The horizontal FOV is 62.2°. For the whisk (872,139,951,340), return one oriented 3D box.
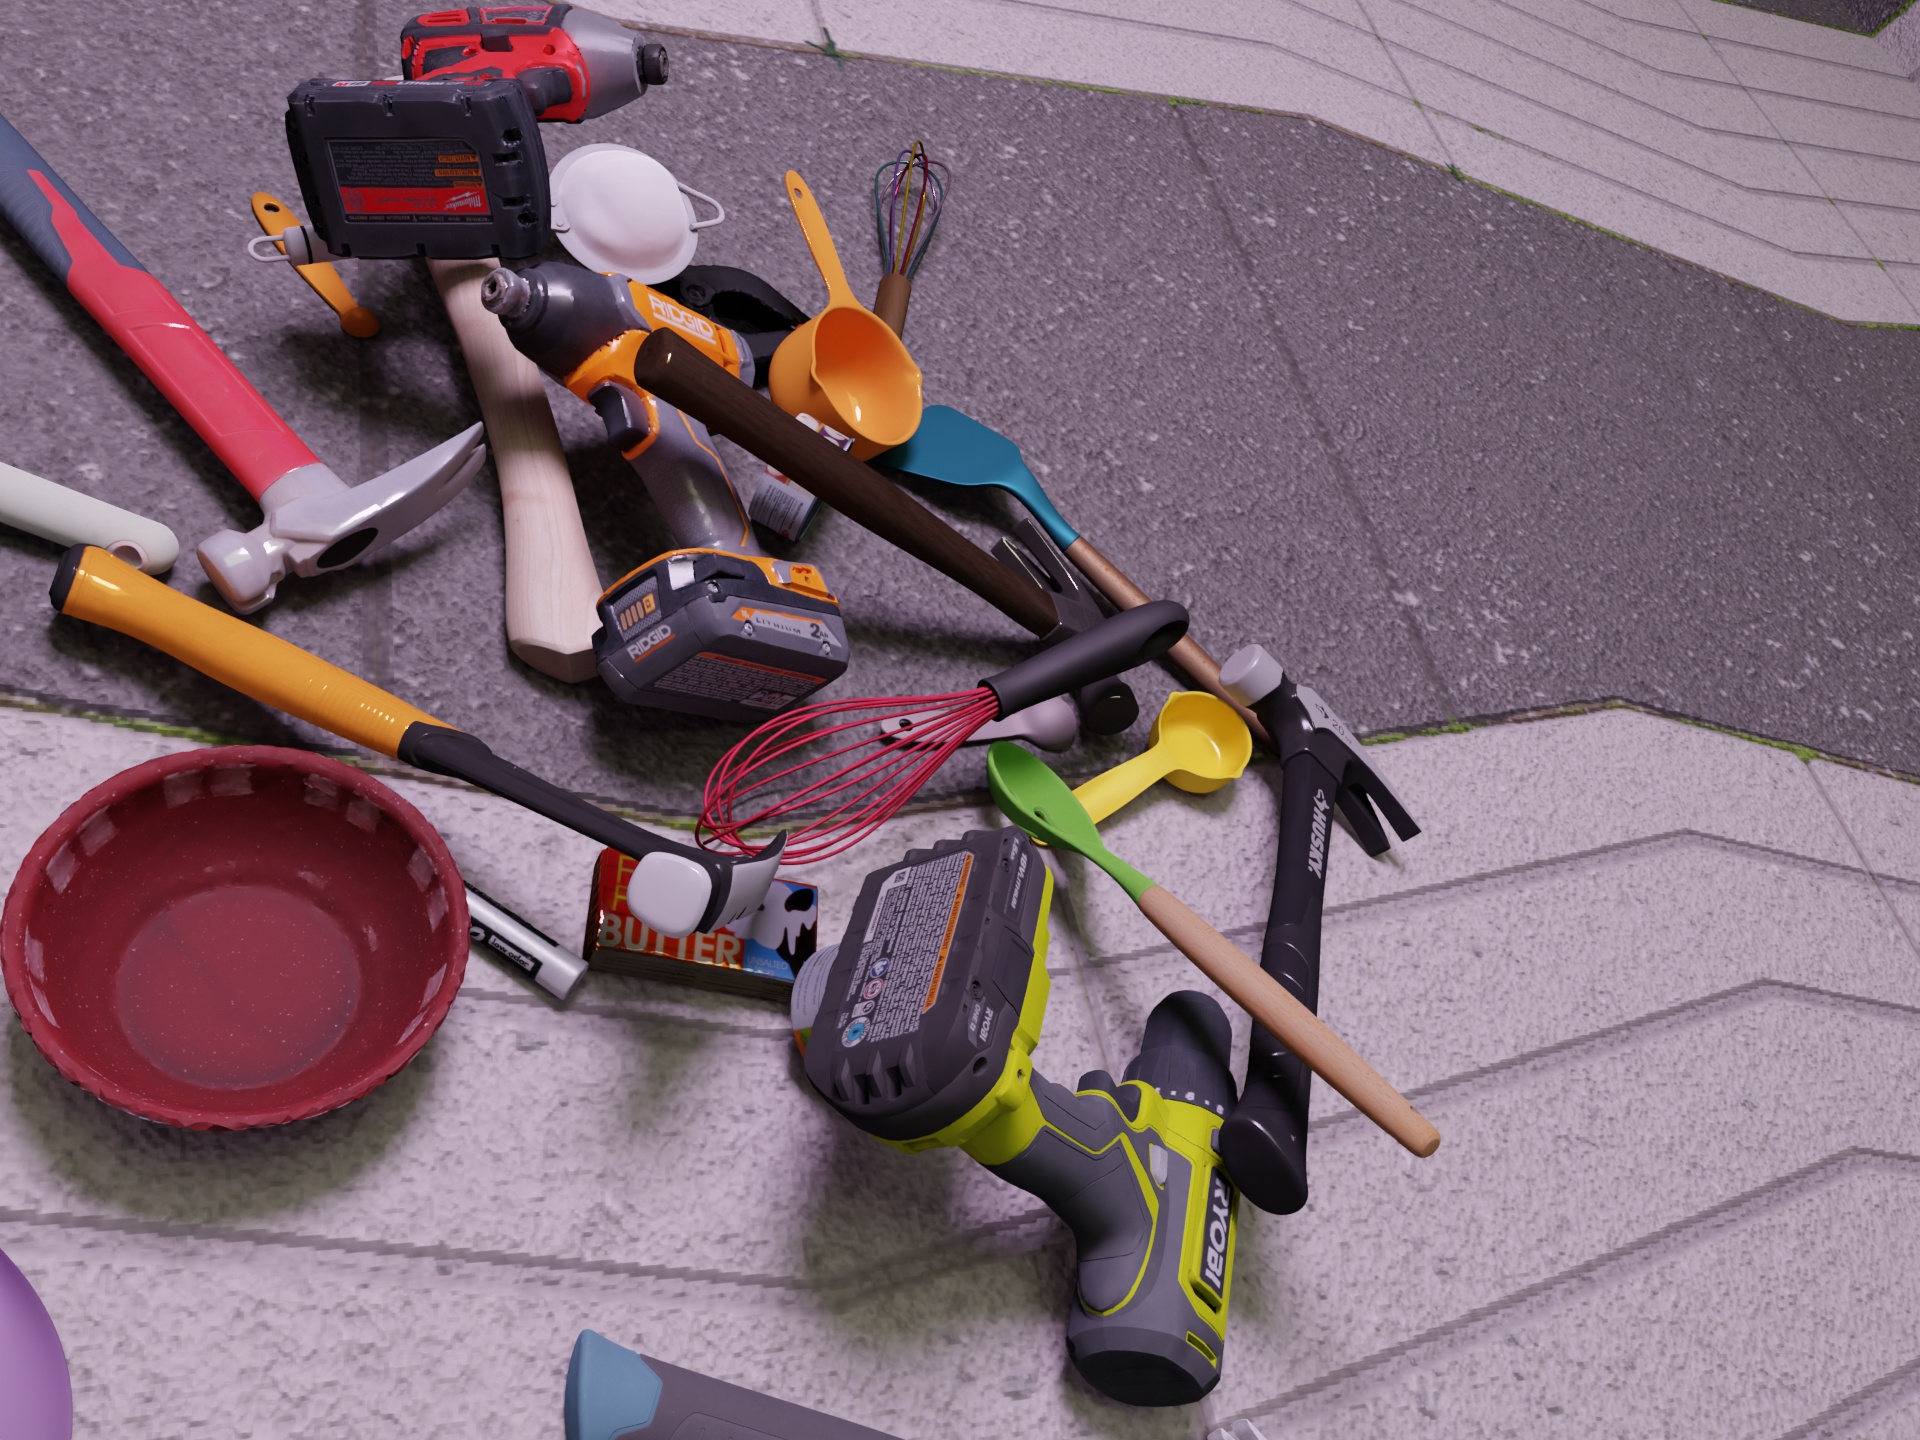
[{"bbox_3d":[-0.042,-0.306,1.059,0.051,0.047,0.245,19,52,-15],"label":"whisk"}]

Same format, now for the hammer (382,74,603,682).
[{"bbox_3d":[-0.242,-0.202,0.856,0.146,0.038,0.411,-16,65,-15],"label":"hammer"}]

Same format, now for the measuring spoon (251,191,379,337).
[{"bbox_3d":[-0.355,-0.253,0.872,0.021,0.011,0.117,-28,71,-40],"label":"measuring spoon"}]

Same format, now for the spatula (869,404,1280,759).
[{"bbox_3d":[0.082,-0.083,0.965,0.317,0.044,0.082,44,49,3],"label":"spatula"}]

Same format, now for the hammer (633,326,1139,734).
[{"bbox_3d":[-0.030,-0.106,0.830,0.331,0.031,0.130,30,31,-38],"label":"hammer"}]

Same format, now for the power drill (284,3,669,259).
[{"bbox_3d":[-0.238,-0.313,0.814,0.143,0.078,0.220,2,37,4],"label":"power drill"}]

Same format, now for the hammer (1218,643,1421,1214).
[{"bbox_3d":[0.172,0.103,0.801,0.146,0.035,0.335,43,36,-17],"label":"hammer"}]

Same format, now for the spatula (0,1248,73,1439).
[{"bbox_3d":[-0.360,0.136,0.561,0.059,0.018,0.316,-6,60,-32],"label":"spatula"}]

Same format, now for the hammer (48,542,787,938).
[{"bbox_3d":[-0.235,0.003,0.674,0.337,0.034,0.127,24,4,9],"label":"hammer"}]

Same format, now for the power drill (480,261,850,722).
[{"bbox_3d":[-0.150,-0.120,0.780,0.164,0.084,0.227,12,53,-57],"label":"power drill"}]

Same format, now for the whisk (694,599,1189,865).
[{"bbox_3d":[-0.001,-0.003,0.794,0.296,0.073,0.073,-24,68,-25],"label":"whisk"}]

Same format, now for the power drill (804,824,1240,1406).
[{"bbox_3d":[0.048,0.151,0.676,0.228,0.080,0.191,49,38,-29],"label":"power drill"}]

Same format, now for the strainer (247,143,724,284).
[{"bbox_3d":[-0.241,-0.265,0.843,0.258,0.050,0.087,-16,82,-25],"label":"strainer"}]

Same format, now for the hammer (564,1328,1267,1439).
[{"bbox_3d":[0.005,0.305,0.611,0.331,0.033,0.128,23,49,-11],"label":"hammer"}]

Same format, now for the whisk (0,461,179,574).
[{"bbox_3d":[-0.465,-0.118,0.687,0.246,0.057,0.059,22,39,-17],"label":"whisk"}]

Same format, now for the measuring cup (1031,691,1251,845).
[{"bbox_3d":[0.096,0.035,0.884,0.156,0.029,0.062,-28,72,-28],"label":"measuring cup"}]

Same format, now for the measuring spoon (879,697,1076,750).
[{"bbox_3d":[0.013,-0.001,0.863,0.124,0.018,0.034,-2,56,-32],"label":"measuring spoon"}]

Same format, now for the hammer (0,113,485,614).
[{"bbox_3d":[-0.405,-0.222,0.788,0.143,0.038,0.386,-38,76,-28],"label":"hammer"}]

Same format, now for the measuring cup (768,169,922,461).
[{"bbox_3d":[-0.085,-0.233,0.936,0.095,0.052,0.173,-16,84,-50],"label":"measuring cup"}]

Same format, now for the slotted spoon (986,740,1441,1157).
[{"bbox_3d":[0.102,0.096,0.733,0.070,0.031,0.314,22,13,-42],"label":"slotted spoon"}]
